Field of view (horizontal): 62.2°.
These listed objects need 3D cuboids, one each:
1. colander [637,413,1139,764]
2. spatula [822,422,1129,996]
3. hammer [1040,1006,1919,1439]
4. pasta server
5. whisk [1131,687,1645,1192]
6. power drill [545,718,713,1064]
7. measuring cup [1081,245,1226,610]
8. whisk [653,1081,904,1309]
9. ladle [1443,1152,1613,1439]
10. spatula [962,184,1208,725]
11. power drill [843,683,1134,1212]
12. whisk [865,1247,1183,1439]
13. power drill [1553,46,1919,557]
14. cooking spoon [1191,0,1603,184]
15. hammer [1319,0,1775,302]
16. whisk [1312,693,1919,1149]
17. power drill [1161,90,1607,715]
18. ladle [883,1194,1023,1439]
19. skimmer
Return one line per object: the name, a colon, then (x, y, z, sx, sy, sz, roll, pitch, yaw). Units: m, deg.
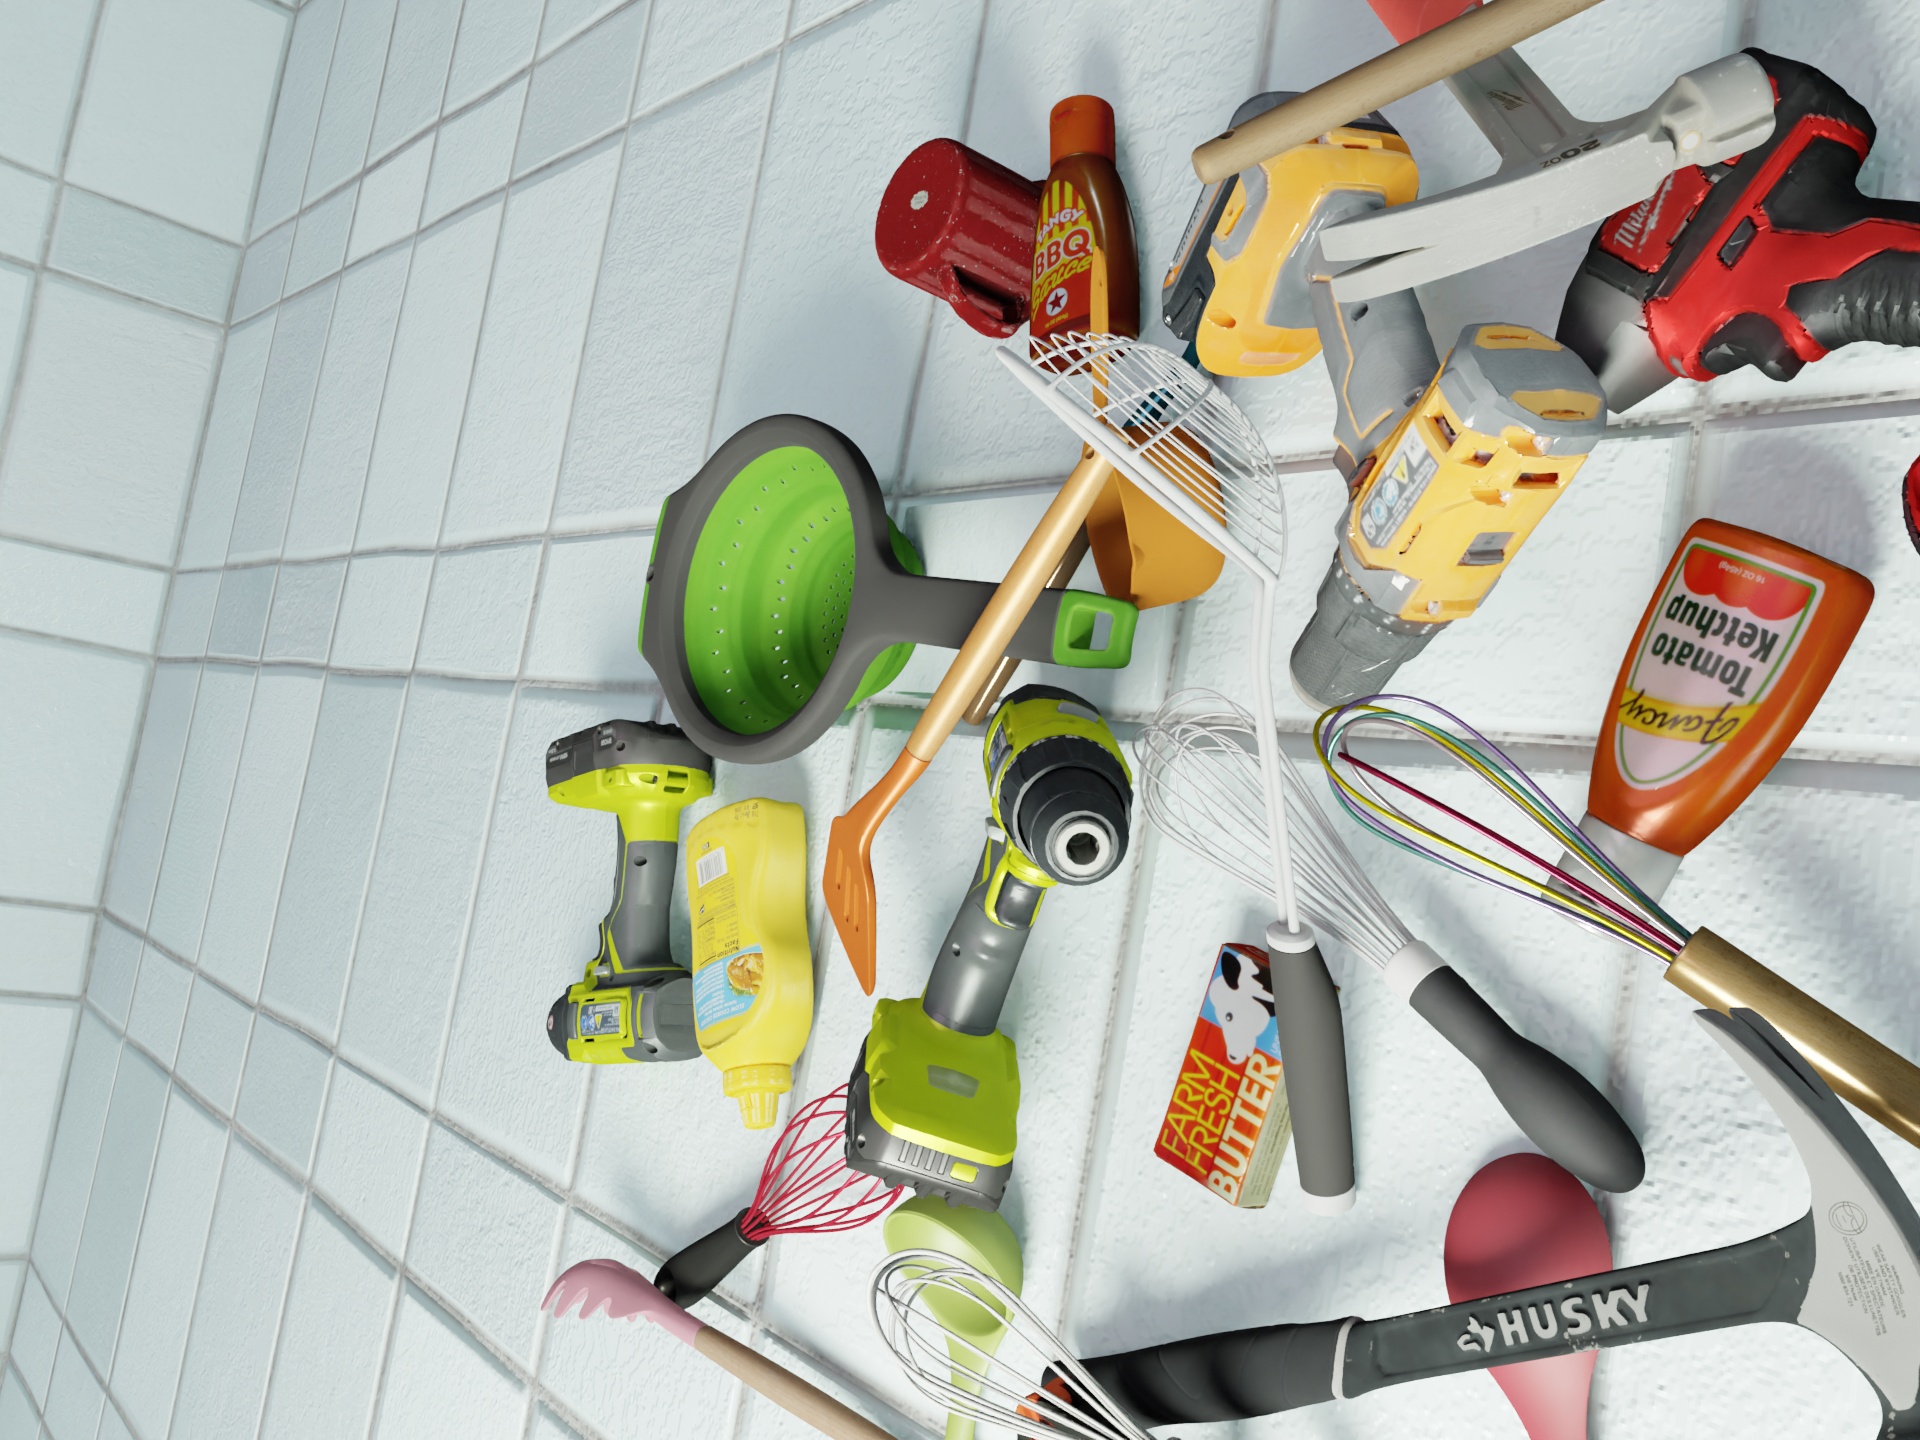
colander: (-0.033, -0.061, 0.890, 0.397, 0.094, 0.204, 11, 91, 46)
spatula: (-0.001, -0.002, 0.764, 0.322, 0.041, 0.081, -58, 40, 27)
hammer: (0.155, 0.227, 0.585, 0.409, 0.036, 0.149, -38, 55, 47)
pasta server: (-0.131, 0.368, 0.902, 0.316, 0.060, 0.040, 10, 78, 42)
whisk: (0.163, 0.080, 0.645, 0.285, 0.070, 0.070, 47, 116, 40)
power drill: (-0.233, 0.121, 1.088, 0.171, 0.080, 0.223, -15, 71, 47)
measuring cup: (0.089, -0.135, 0.736, 0.095, 0.052, 0.173, -112, 14, -60)
whisk: (-0.110, 0.284, 0.911, 0.295, 0.073, 0.073, -46, 48, 40)
ladle: (0.217, 0.308, 0.537, 0.069, 0.031, 0.316, -29, 60, 45)
spatula: (0.068, -0.132, 0.825, 0.317, 0.044, 0.082, -61, 5, 22)
power drill: (0.018, 0.104, 0.739, 0.191, 0.080, 0.228, -98, 28, -77)
whisk: (0.070, 0.278, 0.604, 0.246, 0.058, 0.059, 31, 114, 7)
power drill: (0.297, -0.125, 0.529, 0.143, 0.078, 0.220, -57, 40, 20)
cooking spoon: (0.229, -0.265, 0.563, 0.319, 0.017, 0.069, -24, 44, 4)
hammer: (0.182, -0.294, 0.657, 0.149, 0.036, 0.359, -18, 43, 11)
whisk: (0.220, 0.067, 0.534, 0.245, 0.047, 0.051, 37, 110, 26)
power drill: (0.160, -0.130, 0.673, 0.185, 0.084, 0.226, 112, 148, -48)
ladle: (-0.013, 0.389, 0.764, 0.078, 0.062, 0.320, -2, 81, 44)
skimmer: (0.089, 0.032, 0.602, 0.127, 0.090, 0.363, -107, 6, -74)
